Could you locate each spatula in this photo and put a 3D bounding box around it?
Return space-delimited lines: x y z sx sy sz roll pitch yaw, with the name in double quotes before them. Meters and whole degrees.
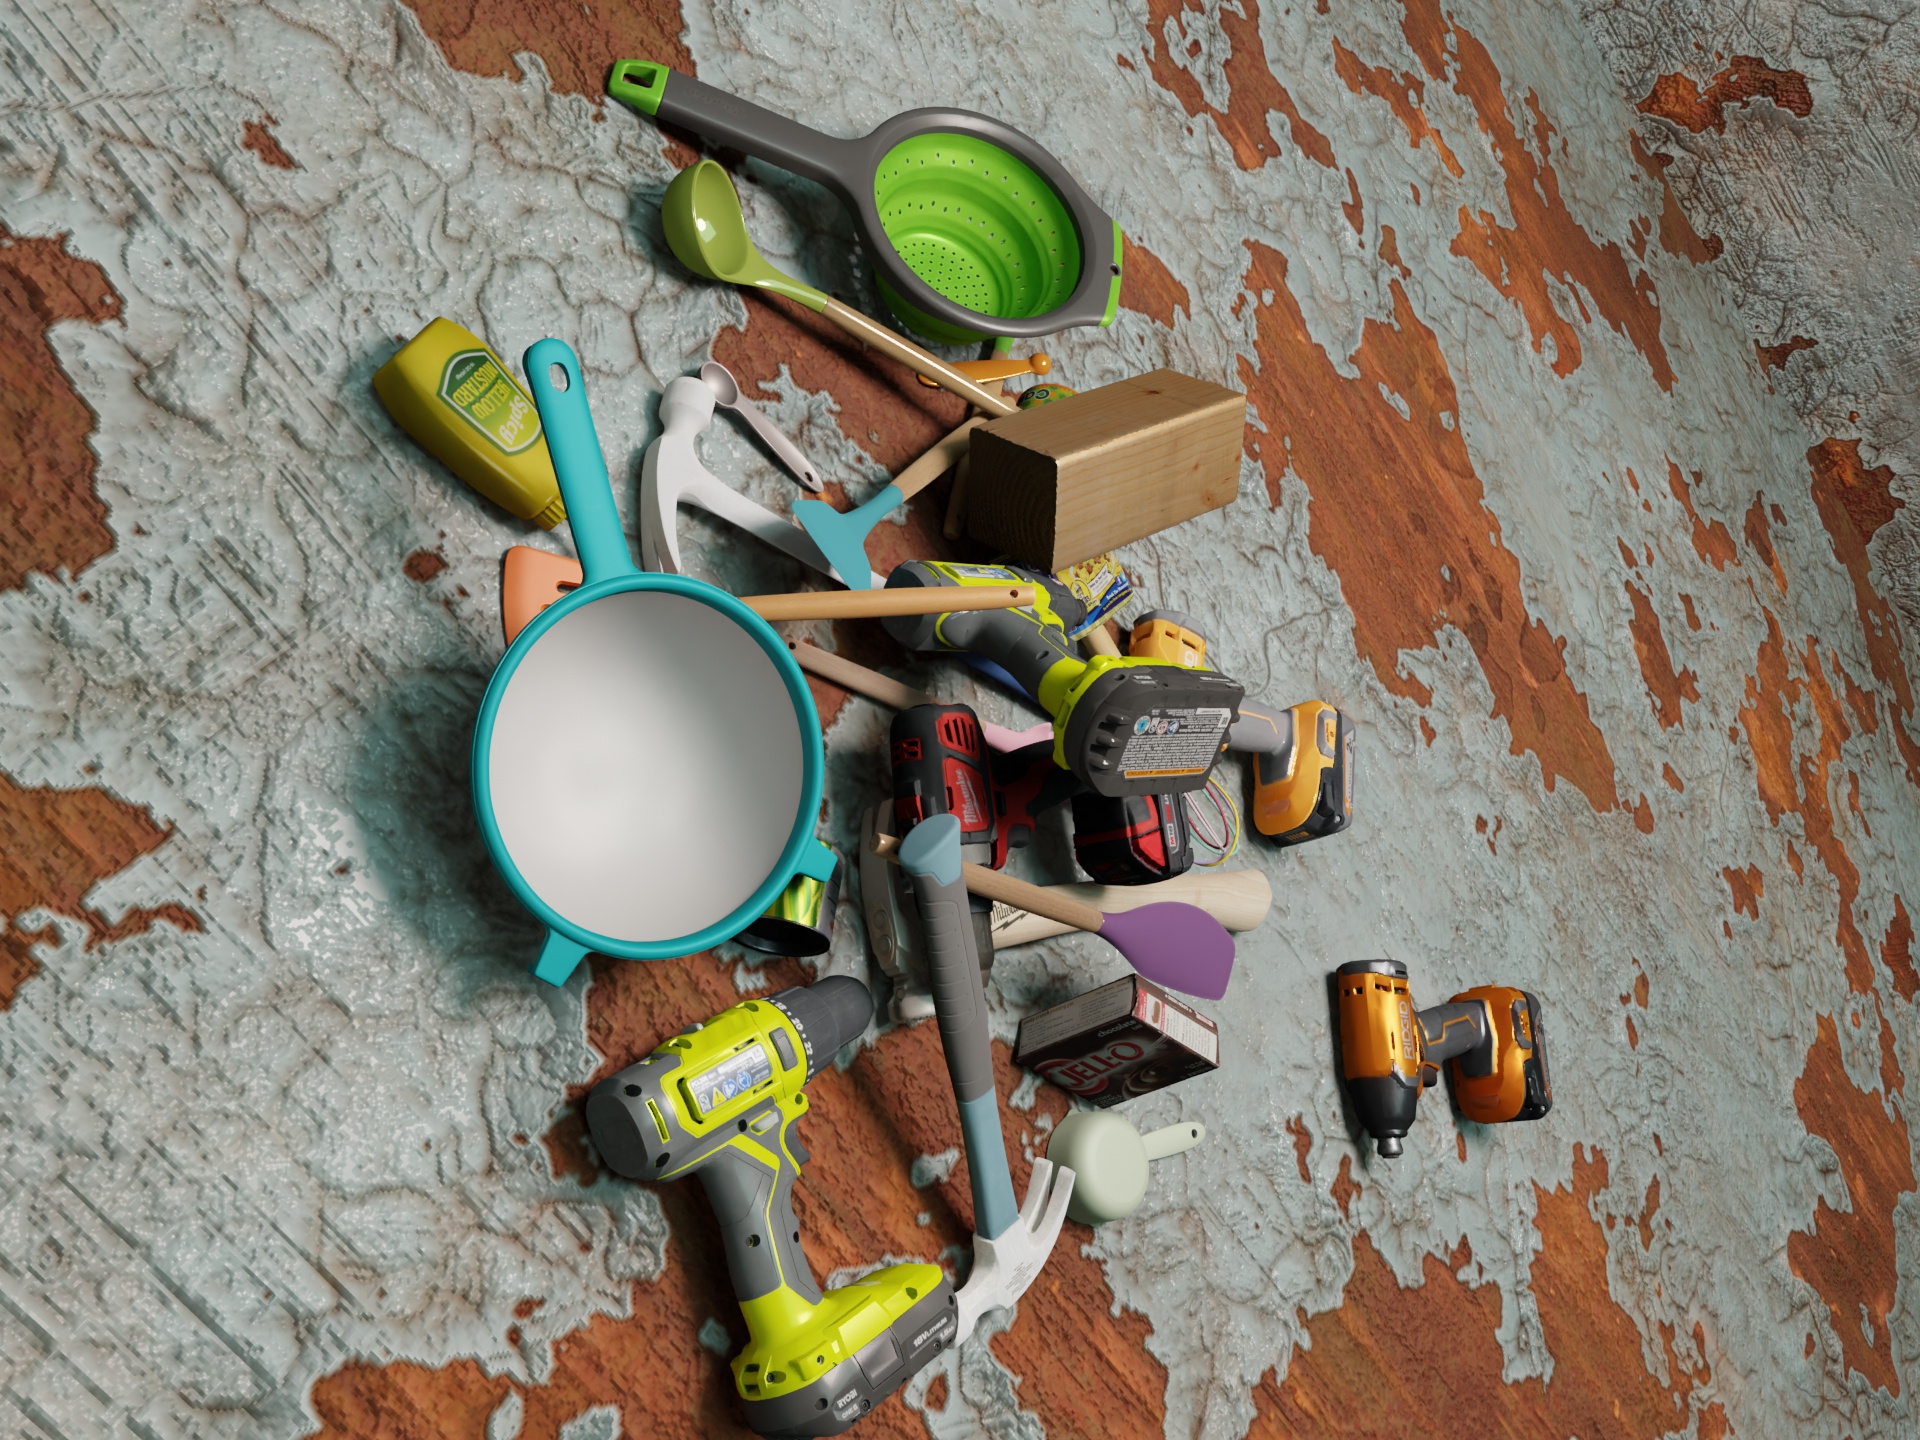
"spatula" -0.026 -0.173 1.125 0.082 0.044 0.317 53 41 -10
"spatula" -0.111 -0.071 0.974 0.322 0.041 0.081 -4 78 -9
"spatula" 0.070 0.122 1.032 0.315 0.018 0.060 22 78 -34

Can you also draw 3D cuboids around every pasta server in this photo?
"pasta server" -0.002 -0.004 1.135 0.316 0.040 0.060 23 64 -35

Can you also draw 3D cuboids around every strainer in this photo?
"strainer" -0.203 -0.036 0.891 0.211 0.095 0.340 -19 98 -37

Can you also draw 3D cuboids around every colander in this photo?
"colander" -0.074 -0.377 1.184 0.397 0.094 0.205 17 61 -19

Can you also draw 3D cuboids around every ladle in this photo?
"ladle" -0.069 -0.291 1.135 0.320 0.062 0.078 25 55 -25

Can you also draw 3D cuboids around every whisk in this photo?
"whisk" 0.149 0.011 1.201 0.051 0.047 0.245 -3 47 -25

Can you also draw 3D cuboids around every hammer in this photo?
"hammer" 0.095 0.128 1.180 0.410 0.038 0.146 1 73 -44
"hammer" -0.050 -0.082 1.120 0.405 0.035 0.144 28 57 -34
"hammer" 0.006 0.217 0.980 0.128 0.033 0.330 -27 116 -42

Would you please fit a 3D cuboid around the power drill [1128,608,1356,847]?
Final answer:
"power drill" 0.221 0.033 1.306 0.226 0.084 0.185 27 58 -29

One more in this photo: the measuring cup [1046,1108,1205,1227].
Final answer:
"measuring cup" 0.133 0.310 1.143 0.167 0.038 0.083 -3 77 -42

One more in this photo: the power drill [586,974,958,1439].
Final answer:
"power drill" -0.092 0.271 0.922 0.190 0.080 0.228 -22 88 -45

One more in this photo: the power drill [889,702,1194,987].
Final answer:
"power drill" 0.053 0.082 1.080 0.226 0.080 0.188 0 79 -40

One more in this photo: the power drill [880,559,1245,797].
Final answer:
"power drill" 0.074 -0.040 1.061 0.171 0.223 0.080 -1 119 -42

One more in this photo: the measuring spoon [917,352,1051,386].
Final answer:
"measuring spoon" 0.021 -0.276 1.248 0.117 0.011 0.021 -12 72 -24

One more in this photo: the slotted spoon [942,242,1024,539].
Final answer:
"slotted spoon" 0.027 -0.271 1.271 0.070 0.031 0.314 30 58 -26

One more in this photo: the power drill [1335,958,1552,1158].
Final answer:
"power drill" 0.420 0.302 1.393 0.226 0.084 0.164 14 66 -35

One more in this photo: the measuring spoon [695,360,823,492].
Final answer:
"measuring spoon" -0.140 -0.197 1.097 0.124 0.018 0.034 44 38 -32
